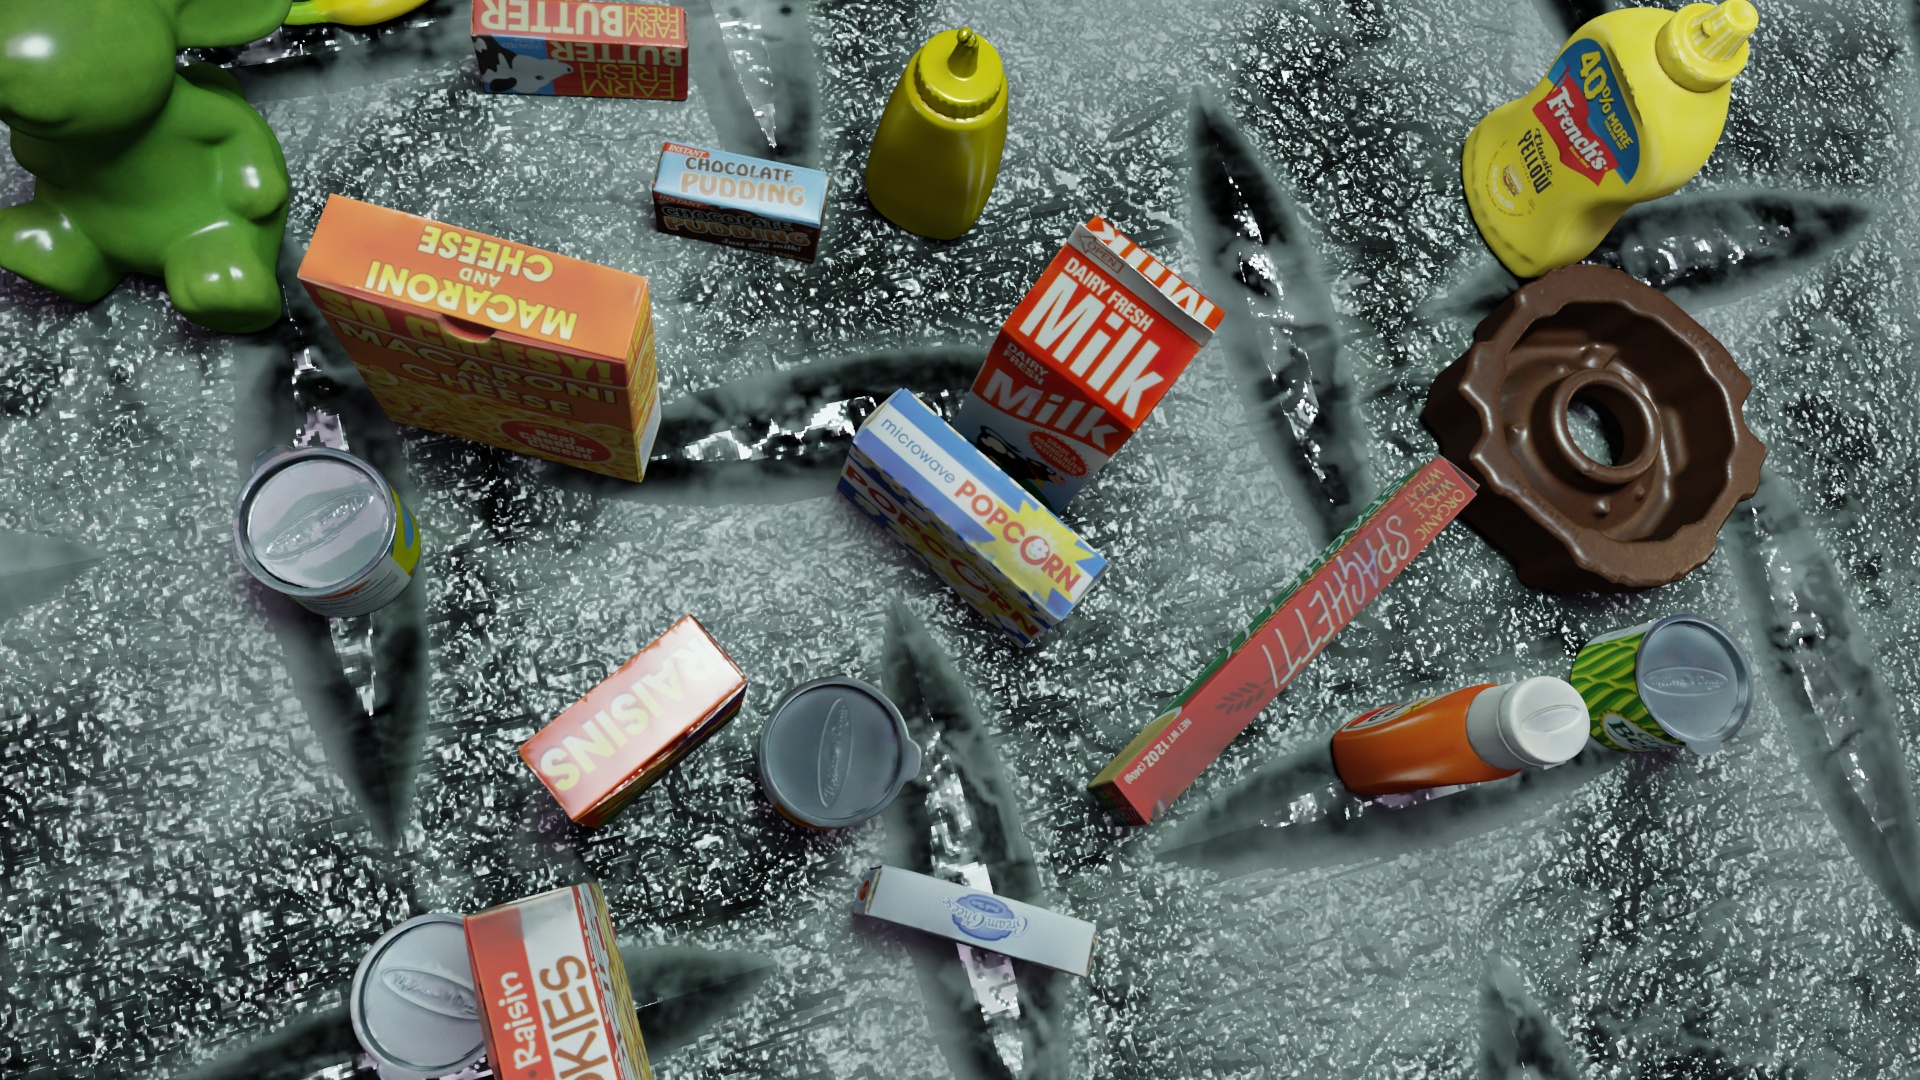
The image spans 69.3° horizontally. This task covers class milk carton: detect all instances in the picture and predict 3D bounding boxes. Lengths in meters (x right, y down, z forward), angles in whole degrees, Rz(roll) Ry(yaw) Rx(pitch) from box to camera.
[{"bbox_3d":[0.056,-0.080,0.632,0.072,0.190,0.073,38,73,0],"label":"milk carton"}]

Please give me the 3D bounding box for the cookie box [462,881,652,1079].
[{"bbox_3d":[-0.148,0.198,0.536,0.040,0.167,0.123,-15,80,-14],"label":"cookie box"}]

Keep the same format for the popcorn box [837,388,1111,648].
[{"bbox_3d":[0.002,-0.008,0.659,0.127,0.085,0.038,41,73,1],"label":"popcorn box"}]

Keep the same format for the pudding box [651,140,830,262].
[{"bbox_3d":[-0.110,-0.170,0.697,0.084,0.049,0.030,10,75,-8],"label":"pudding box"}]

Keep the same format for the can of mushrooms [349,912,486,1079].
[{"bbox_3d":[-0.223,0.195,0.592,0.071,0.033,0.071,3,76,-10],"label":"can of mushrooms"}]

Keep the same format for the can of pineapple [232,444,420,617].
[{"bbox_3d":[-0.280,-0.004,0.618,0.071,0.057,0.071,3,76,-10],"label":"can of pineapple"}]

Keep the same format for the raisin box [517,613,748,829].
[{"bbox_3d":[-0.136,0.081,0.590,0.086,0.123,0.040,-39,86,-17],"label":"raisin box"}]

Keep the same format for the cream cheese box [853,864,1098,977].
[{"bbox_3d":[0.006,0.172,0.631,0.104,0.053,0.024,17,74,-6],"label":"cream cheese box"}]

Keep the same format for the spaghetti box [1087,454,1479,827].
[{"bbox_3d":[0.163,0.047,0.693,0.251,0.050,0.029,-41,87,-17],"label":"spaghetti box"}]

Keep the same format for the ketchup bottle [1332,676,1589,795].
[{"bbox_3d":[0.232,0.091,0.644,0.065,0.148,0.043,-14,80,-13],"label":"ketchup bottle"}]

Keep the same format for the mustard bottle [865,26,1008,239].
[{"bbox_3d":[-0.006,-0.200,0.666,0.065,0.159,0.049,22,74,-5],"label":"mustard bottle"}]

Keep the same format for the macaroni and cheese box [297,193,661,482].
[{"bbox_3d":[-0.195,-0.078,0.596,0.124,0.166,0.040,14,75,-7],"label":"macaroni and cheese box"}]

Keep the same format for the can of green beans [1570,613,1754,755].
[{"bbox_3d":[0.362,0.075,0.720,0.071,0.057,0.071,3,76,-10],"label":"can of green beans"}]

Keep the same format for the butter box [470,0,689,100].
[{"bbox_3d":[-0.189,-0.247,0.699,0.104,0.053,0.024,-1,77,-11],"label":"butter box"}]

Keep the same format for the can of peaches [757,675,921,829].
[{"bbox_3d":[-0.057,0.099,0.635,0.071,0.058,0.071,3,76,-10],"label":"can of peaches"}]
